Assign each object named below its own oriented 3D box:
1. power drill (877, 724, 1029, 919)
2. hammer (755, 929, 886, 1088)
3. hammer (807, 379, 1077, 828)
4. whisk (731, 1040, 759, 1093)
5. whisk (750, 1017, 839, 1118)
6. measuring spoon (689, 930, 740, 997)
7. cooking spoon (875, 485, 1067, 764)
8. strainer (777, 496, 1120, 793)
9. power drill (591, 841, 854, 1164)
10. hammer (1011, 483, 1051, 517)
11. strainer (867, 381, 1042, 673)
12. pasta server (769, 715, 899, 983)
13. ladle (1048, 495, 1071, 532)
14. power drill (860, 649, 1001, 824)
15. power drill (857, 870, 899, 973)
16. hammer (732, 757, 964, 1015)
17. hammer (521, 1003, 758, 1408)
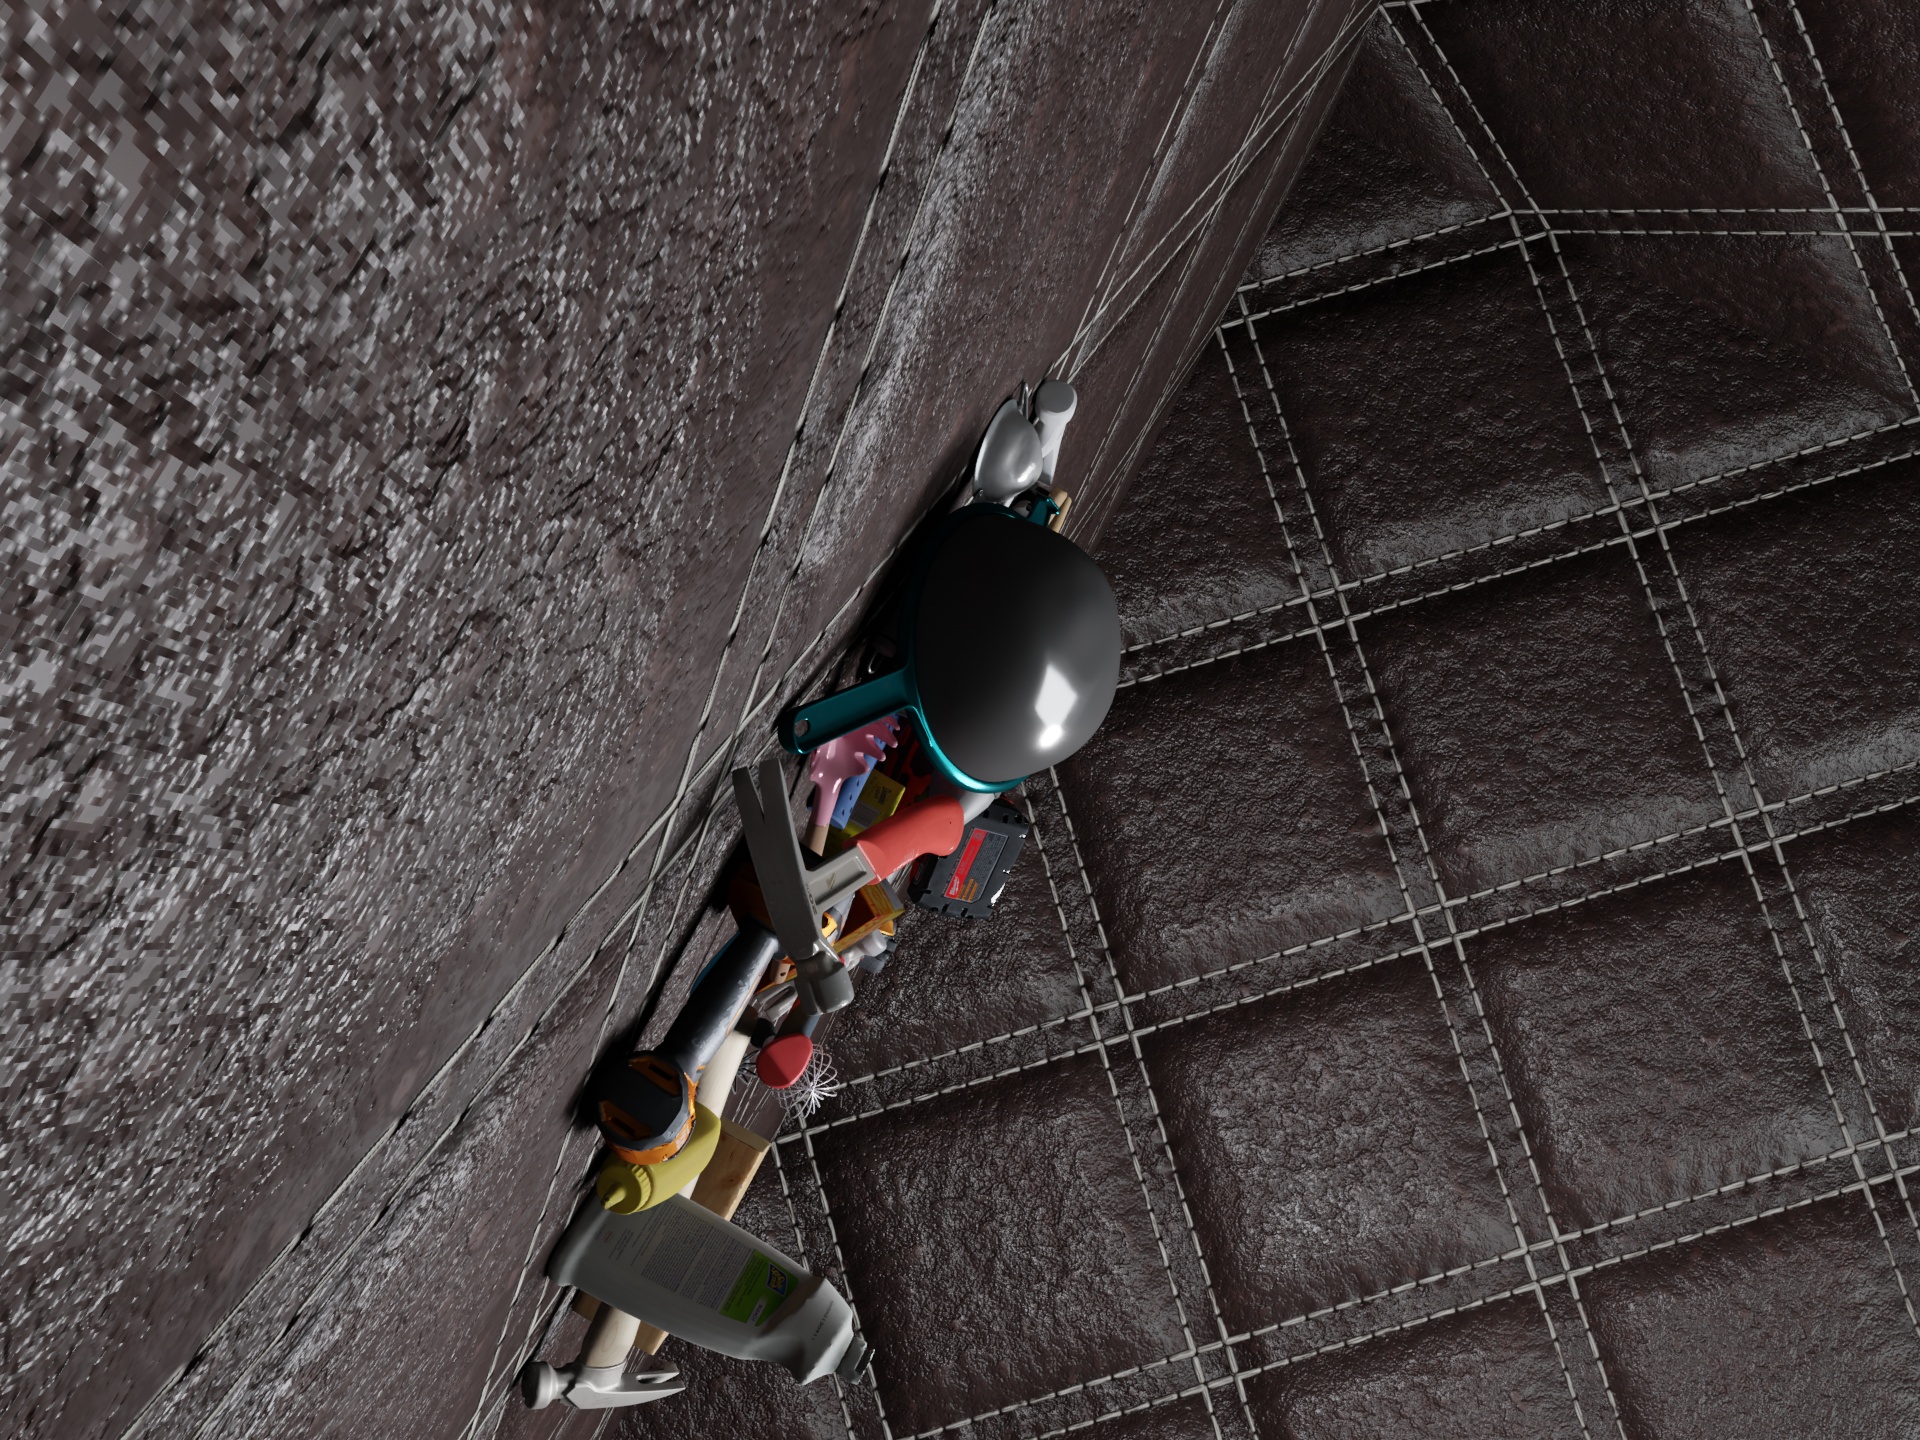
[{"bbox_3d":[-0.033,0.105,1.528,0.188,0.080,0.227,-66,-152,15],"label":"power drill"},{"bbox_3d":[-0.149,0.265,1.428,0.143,0.038,0.386,-34,-178,5],"label":"hammer"},{"bbox_3d":[-0.012,-0.091,1.332,0.405,0.035,0.144,-61,175,-14],"label":"hammer"},{"bbox_3d":[-0.220,0.330,1.537,0.055,0.055,0.239,-61,-179,-14],"label":"whisk"},{"bbox_3d":[-0.174,0.326,1.553,0.070,0.070,0.285,-61,-164,-8],"label":"whisk"},{"bbox_3d":[-0.157,0.162,1.183,0.128,0.042,0.021,-49,177,8],"label":"measuring spoon"},{"bbox_3d":[0.004,-0.083,1.475,0.319,0.017,0.069,-55,-176,16],"label":"cooking spoon"},{"bbox_3d":[0.018,-0.035,1.080,0.340,0.095,0.211,-25,111,-51],"label":"strainer"},{"bbox_3d":[-0.166,0.199,1.087,0.226,0.084,0.164,-56,175,-23],"label":"power drill"},{"bbox_3d":[0.020,-0.100,1.679,0.334,0.035,0.146,-64,175,26],"label":"hammer"},{"bbox_3d":[0.002,-0.141,1.183,0.258,0.050,0.086,-58,159,-12],"label":"strainer"},{"bbox_3d":[-0.108,0.098,1.188,0.040,0.060,0.316,61,-35,40],"label":"pasta server"},{"bbox_3d":[0.048,-0.090,1.506,0.320,0.078,0.062,-64,146,-31],"label":"ladle"},{"bbox_3d":[-0.002,-0.004,1.268,0.143,0.078,0.219,-60,156,-21],"label":"power drill"},{"bbox_3d":[-0.074,0.153,1.711,0.226,0.084,0.185,-64,-172,-2],"label":"power drill"},{"bbox_3d":[-0.059,0.080,1.074,0.359,0.037,0.149,-22,96,-76],"label":"hammer"},{"bbox_3d":[-0.247,0.421,1.364,0.038,0.146,0.410,43,-64,52],"label":"hammer"}]
